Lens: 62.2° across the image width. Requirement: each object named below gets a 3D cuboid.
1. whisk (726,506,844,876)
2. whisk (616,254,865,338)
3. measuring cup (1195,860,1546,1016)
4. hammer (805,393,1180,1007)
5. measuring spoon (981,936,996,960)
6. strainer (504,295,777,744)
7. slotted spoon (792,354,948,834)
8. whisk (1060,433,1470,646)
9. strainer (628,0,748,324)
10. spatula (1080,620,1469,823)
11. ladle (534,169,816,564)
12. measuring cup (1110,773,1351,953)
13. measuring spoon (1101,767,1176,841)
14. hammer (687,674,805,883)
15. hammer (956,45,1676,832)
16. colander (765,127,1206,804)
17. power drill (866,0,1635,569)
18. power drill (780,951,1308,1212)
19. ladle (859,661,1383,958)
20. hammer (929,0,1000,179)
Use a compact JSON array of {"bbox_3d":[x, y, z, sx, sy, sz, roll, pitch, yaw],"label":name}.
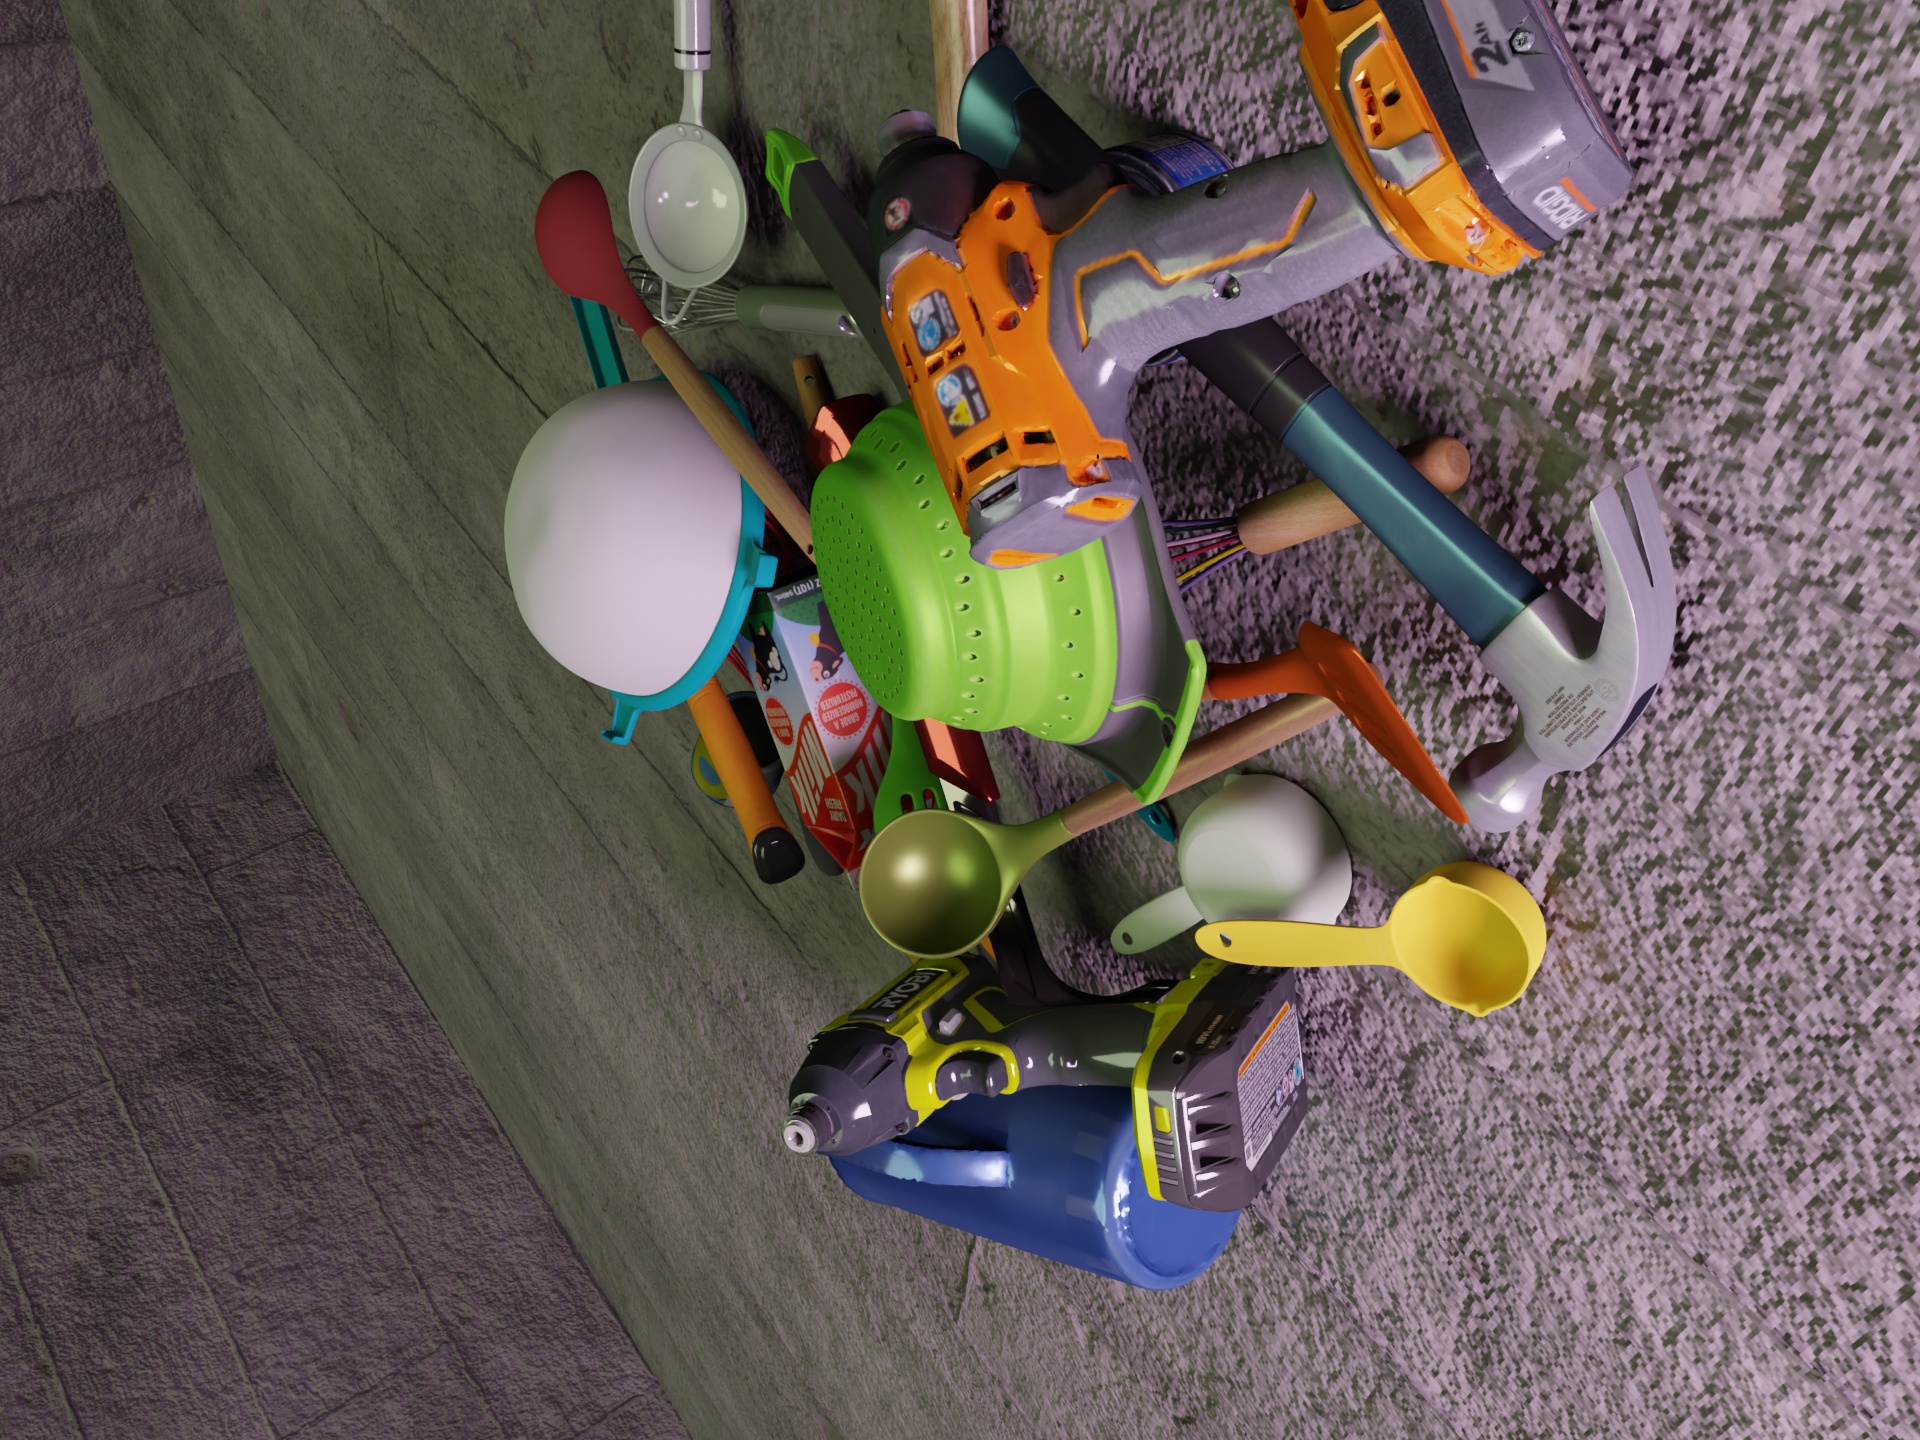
[{"bbox_3d":[-0.120,-0.017,1.045,0.073,0.073,0.295,25,138,49],"label":"whisk"},{"bbox_3d":[-0.122,-0.233,0.895,0.246,0.059,0.057,20,154,46],"label":"whisk"},{"bbox_3d":[0.166,0.086,0.656,0.156,0.029,0.062,-7,109,46],"label":"measuring cup"},{"bbox_3d":[-0.001,-0.003,0.858,0.149,0.036,0.359,-16,93,33],"label":"hammer"},{"bbox_3d":[0.010,0.123,0.993,0.117,0.011,0.021,50,157,31],"label":"measuring spoon"},{"bbox_3d":[-0.233,-0.168,0.978,0.211,0.095,0.341,-41,58,38],"label":"strainer"},{"bbox_3d":[-0.047,-0.054,0.909,0.031,0.070,0.313,-142,36,-83],"label":"slotted spoon"},{"bbox_3d":[0.106,-0.077,0.652,0.245,0.047,0.051,-15,111,56],"label":"whisk"},{"bbox_3d":[-0.139,-0.340,0.839,0.087,0.050,0.258,22,124,27],"label":"strainer"},{"bbox_3d":[0.089,-0.011,0.665,0.081,0.041,0.323,52,160,-19],"label":"spatula"},{"bbox_3d":[-0.160,-0.199,0.900,0.316,0.031,0.069,52,126,18],"label":"ladle"},{"bbox_3d":[0.110,0.085,0.742,0.083,0.038,0.167,58,140,8],"label":"measuring cup"},{"bbox_3d":[0.073,0.005,0.797,0.128,0.021,0.042,53,155,2],"label":"measuring spoon"},{"bbox_3d":[-0.181,-0.034,1.065,0.127,0.034,0.337,83,160,-62],"label":"hammer"},{"bbox_3d":[0.111,-0.116,0.558,0.331,0.033,0.128,49,143,15],"label":"hammer"},{"bbox_3d":[-0.038,-0.127,0.703,0.397,0.094,0.204,60,158,28],"label":"colander"},{"bbox_3d":[0.067,-0.168,0.498,0.226,0.084,0.164,-28,76,32],"label":"power drill"},{"bbox_3d":[0.037,0.167,0.754,0.223,0.171,0.080,-3,102,29],"label":"power drill"},{"bbox_3d":[0.061,0.041,0.736,0.320,0.062,0.078,-31,76,47],"label":"ladle"},{"bbox_3d":[0.003,-0.234,0.705,0.130,0.031,0.331,33,138,43],"label":"hammer"}]
